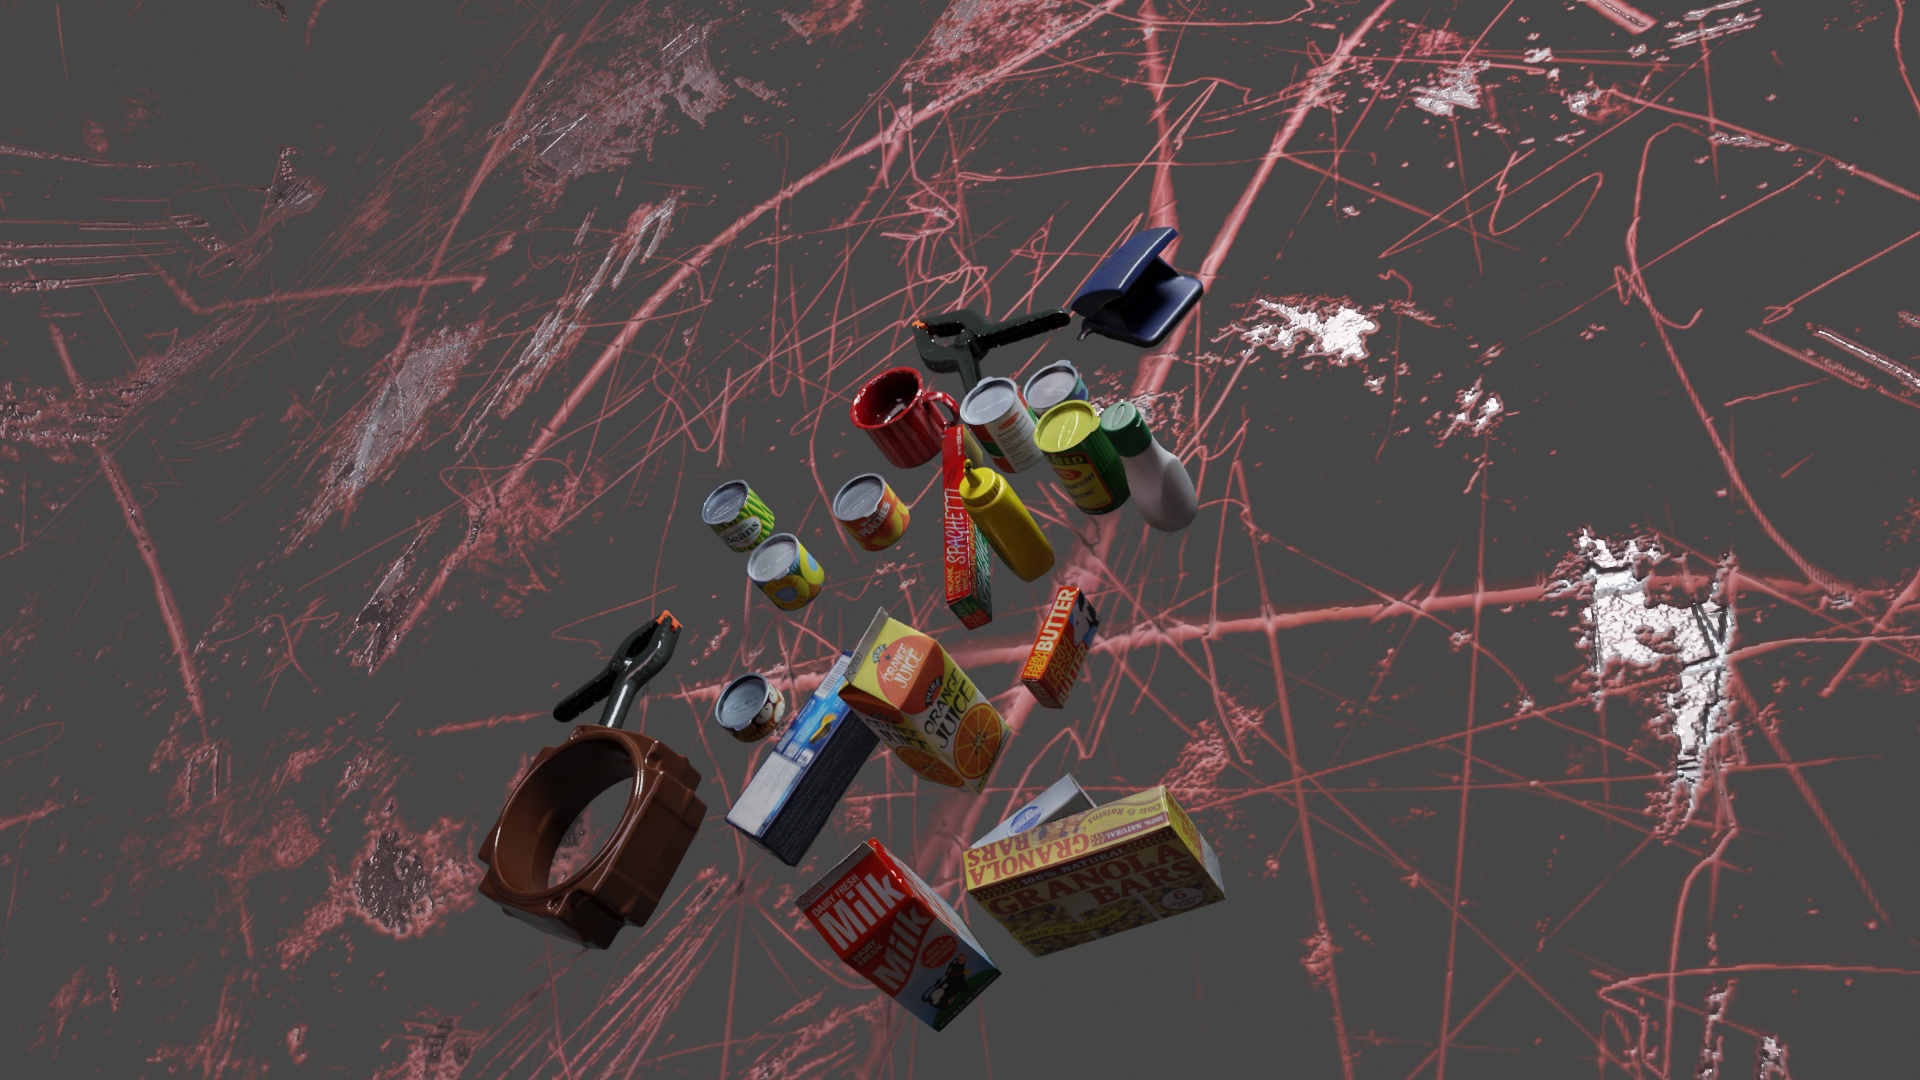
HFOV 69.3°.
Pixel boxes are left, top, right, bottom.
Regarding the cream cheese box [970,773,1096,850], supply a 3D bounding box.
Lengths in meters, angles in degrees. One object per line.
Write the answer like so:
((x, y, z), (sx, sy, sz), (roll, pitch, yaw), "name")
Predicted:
((0.064, 0.243, 1.152), (0.104, 0.053, 0.024), (-37, 41, 0), "cream cheese box")

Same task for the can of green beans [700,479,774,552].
((-0.259, -0.028, 1.621), (0.071, 0.057, 0.071), (-19, 44, 20), "can of green beans")

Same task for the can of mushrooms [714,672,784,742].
((-0.216, 0.173, 1.424), (0.071, 0.033, 0.071), (-19, 44, 20), "can of mushrooms")

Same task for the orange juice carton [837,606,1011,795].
((-0.038, 0.140, 1.212), (0.073, 0.192, 0.072), (7, 57, 39), "orange juice carton")

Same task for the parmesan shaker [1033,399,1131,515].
((0.126, -0.080, 1.370), (0.071, 0.102, 0.072), (-19, 44, 20), "parmesan shaker")

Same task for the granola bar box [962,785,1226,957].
((0.103, 0.256, 1.059), (0.165, 0.123, 0.039), (-22, 43, 16), "granola bar box")

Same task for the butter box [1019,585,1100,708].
((0.092, 0.097, 1.267), (0.024, 0.053, 0.104), (4, 55, 37), "butter box")

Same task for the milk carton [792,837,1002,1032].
((-0.052, 0.299, 1.077), (0.072, 0.190, 0.073), (-41, 41, -4), "milk carton")

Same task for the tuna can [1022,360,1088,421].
((0.105, -0.160, 1.512), (0.071, 0.032, 0.071), (-19, 44, 19), "tuna can")

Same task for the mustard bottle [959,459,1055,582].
((0.037, -0.025, 1.337), (0.049, 0.159, 0.065), (-39, 41, -2), "mustard bottle")

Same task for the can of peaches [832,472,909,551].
((-0.096, -0.029, 1.510), (0.071, 0.058, 0.071), (-19, 44, 20), "can of peaches")

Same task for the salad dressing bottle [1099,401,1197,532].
((0.175, -0.068, 1.292), (0.044, 0.147, 0.064), (5, 56, 38), "salad dressing bottle")

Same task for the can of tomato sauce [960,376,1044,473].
((0.047, -0.123, 1.479), (0.071, 0.083, 0.071), (-19, 44, 20), "can of tomato sauce")

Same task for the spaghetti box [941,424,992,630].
((0.005, -0.018, 1.436), (0.028, 0.050, 0.251), (-21, 43, 18), "spaghetti box")

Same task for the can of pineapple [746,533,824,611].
((-0.190, 0.036, 1.514), (0.071, 0.057, 0.071), (-19, 44, 20), "can of pineapple")
